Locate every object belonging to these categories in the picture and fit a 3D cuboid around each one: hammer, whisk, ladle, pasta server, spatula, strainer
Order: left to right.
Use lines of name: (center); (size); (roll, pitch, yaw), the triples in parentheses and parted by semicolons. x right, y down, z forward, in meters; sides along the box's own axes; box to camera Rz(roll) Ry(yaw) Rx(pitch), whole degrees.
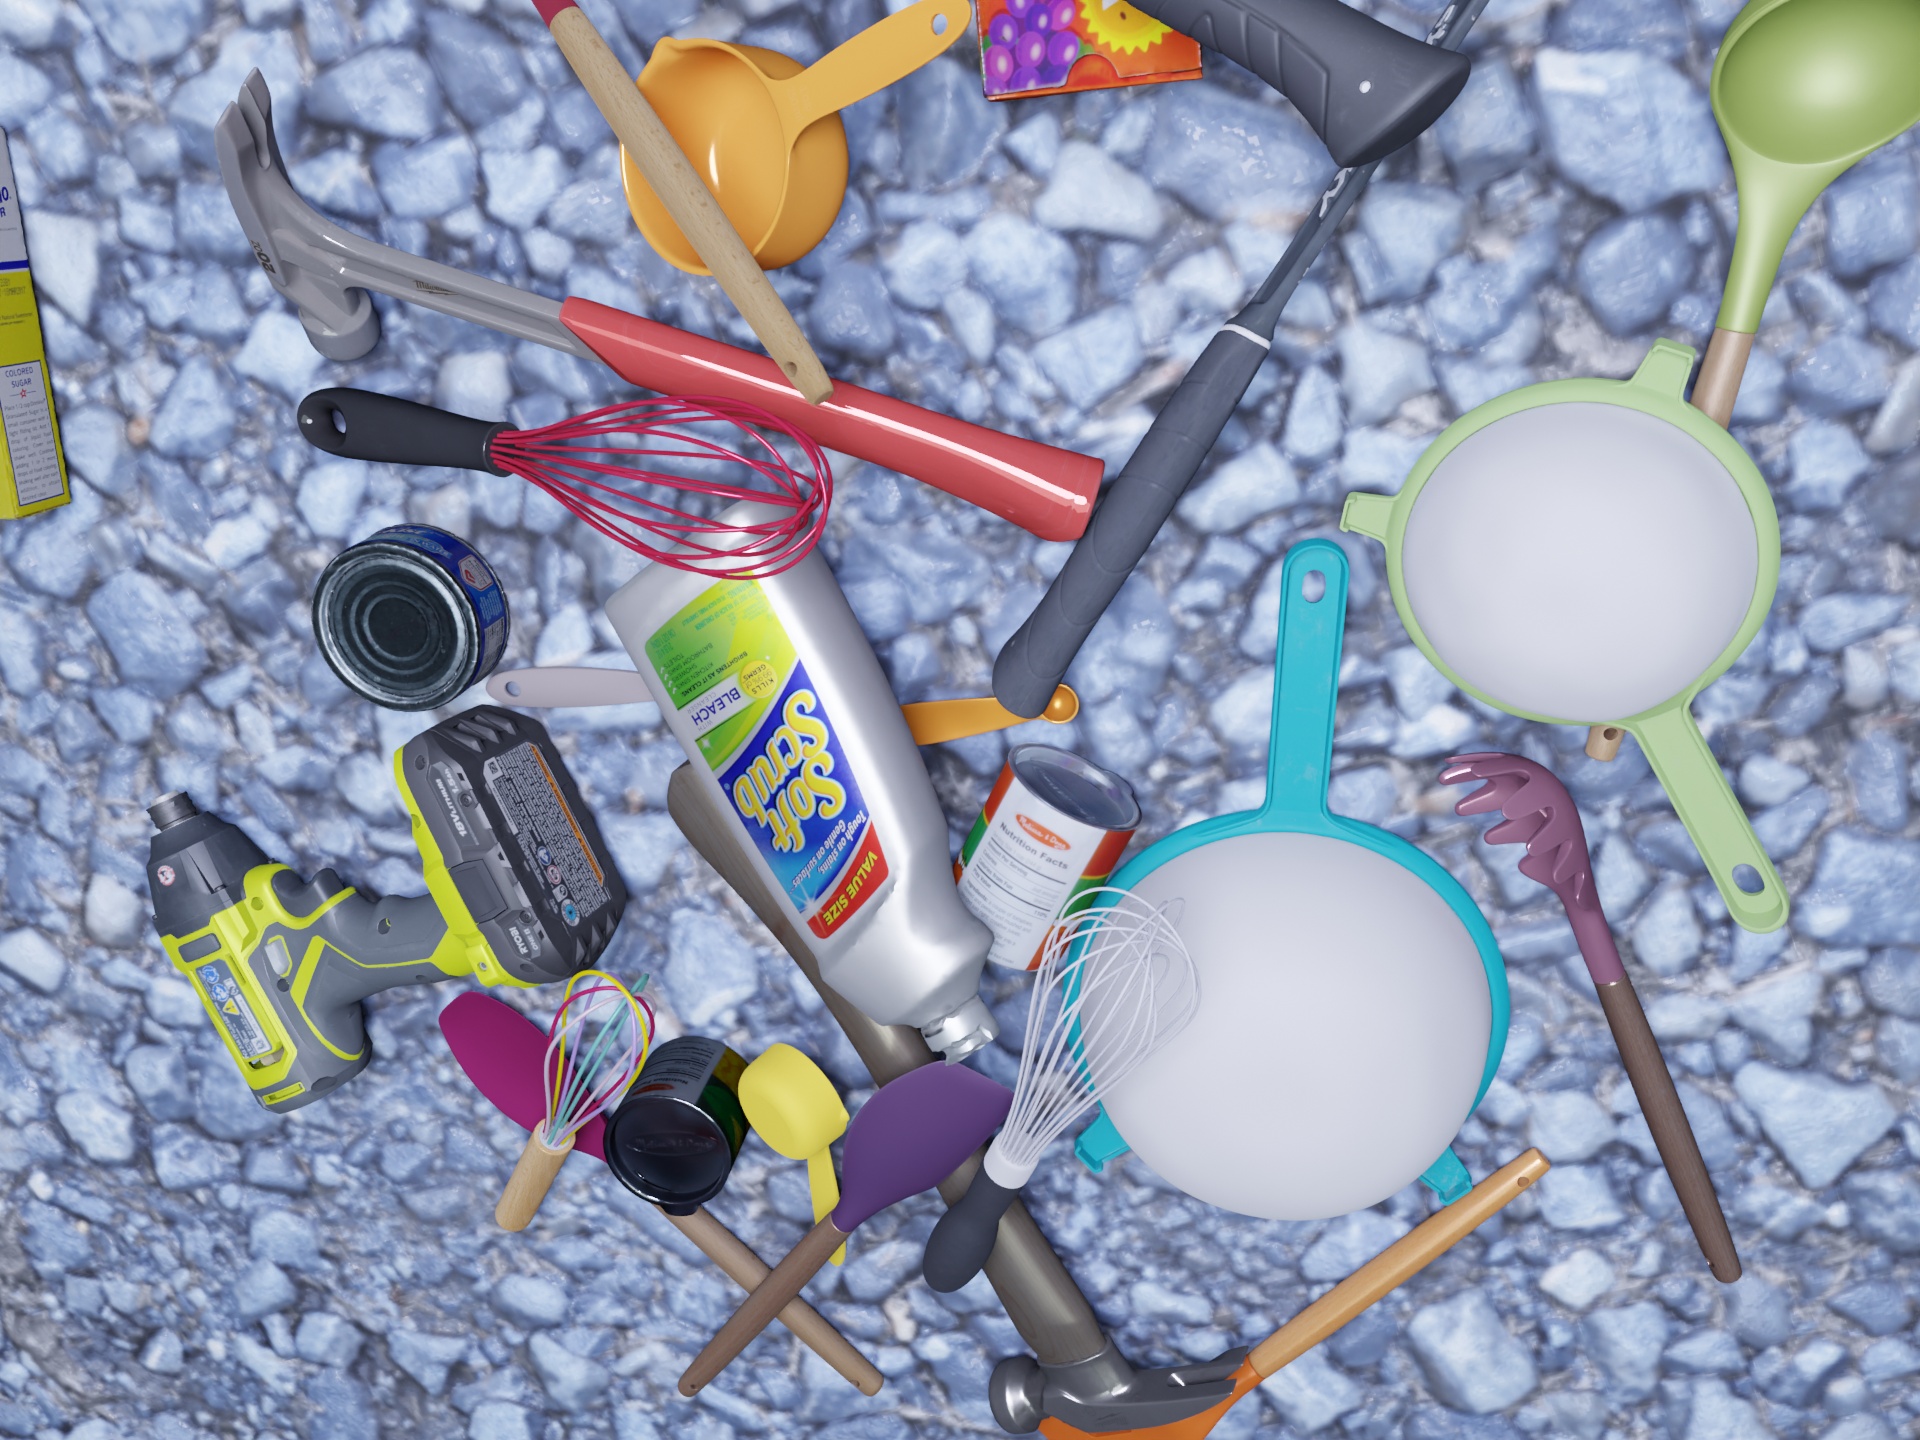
whisk: (-0.177, -0.110, 0.664); (0.296, 0.073, 0.073); (14, 114, 29)
whisk: (-0.201, 0.196, 0.802); (0.047, 0.051, 0.244); (25, 132, -9)
ladle: (-0.139, -0.251, 0.615); (0.069, 0.031, 0.315); (-40, 82, 44)
hammer: (-0.114, -0.150, 0.649); (0.359, 0.149, 0.037); (18, 68, -1)
spatula: (-0.075, 0.269, 0.816); (0.059, 0.018, 0.315); (29, 122, -13)
hammer: (-0.012, 0.185, 0.785); (0.146, 0.038, 0.410); (-23, 104, 33)
whisk: (0.035, 0.177, 0.710); (0.070, 0.070, 0.284); (23, 128, 0)
hammer: (0.027, -0.290, 0.545); (0.335, 0.035, 0.146); (39, 117, 19)
hammer: (0.121, -0.159, 0.609); (0.036, 0.149, 0.408); (25, 120, -14)
spatula: (0.172, 0.315, 0.826); (0.081, 0.041, 0.322); (44, 107, -7)
strainer: (0.148, 0.095, 0.706); (0.211, 0.095, 0.340); (3, 112, 8)
pasta server: (0.300, 0.142, 0.730); (0.040, 0.060, 0.316); (-29, 108, -5)
strainer: (0.267, -0.010, 0.637); (0.151, 0.069, 0.256); (-26, 101, 35)
ladle: (0.297, -0.124, 0.621); (0.078, 0.062, 0.320); (12, 115, 10)

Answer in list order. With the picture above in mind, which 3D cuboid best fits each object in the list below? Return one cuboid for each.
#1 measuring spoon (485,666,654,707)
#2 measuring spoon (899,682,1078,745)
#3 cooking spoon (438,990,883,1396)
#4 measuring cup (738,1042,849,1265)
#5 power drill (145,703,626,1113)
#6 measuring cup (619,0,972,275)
measuring spoon: (-0.171, -0.013, 0.759); (0.124, 0.018, 0.034); (0, 111, 10)
measuring spoon: (-0.001, -0.002, 0.742); (0.117, 0.011, 0.021); (-8, 109, 16)
cooking spoon: (-0.157, 0.259, 0.860); (0.319, 0.017, 0.068); (46, 122, -9)
measuring cup: (-0.082, 0.233, 0.817); (0.062, 0.029, 0.156); (22, 131, 37)
power drill: (-0.295, 0.085, 0.786); (0.223, 0.080, 0.171); (-22, 98, 20)
measuring cup: (-0.054, -0.233, 0.612); (0.173, 0.052, 0.095); (-15, 96, 35)
